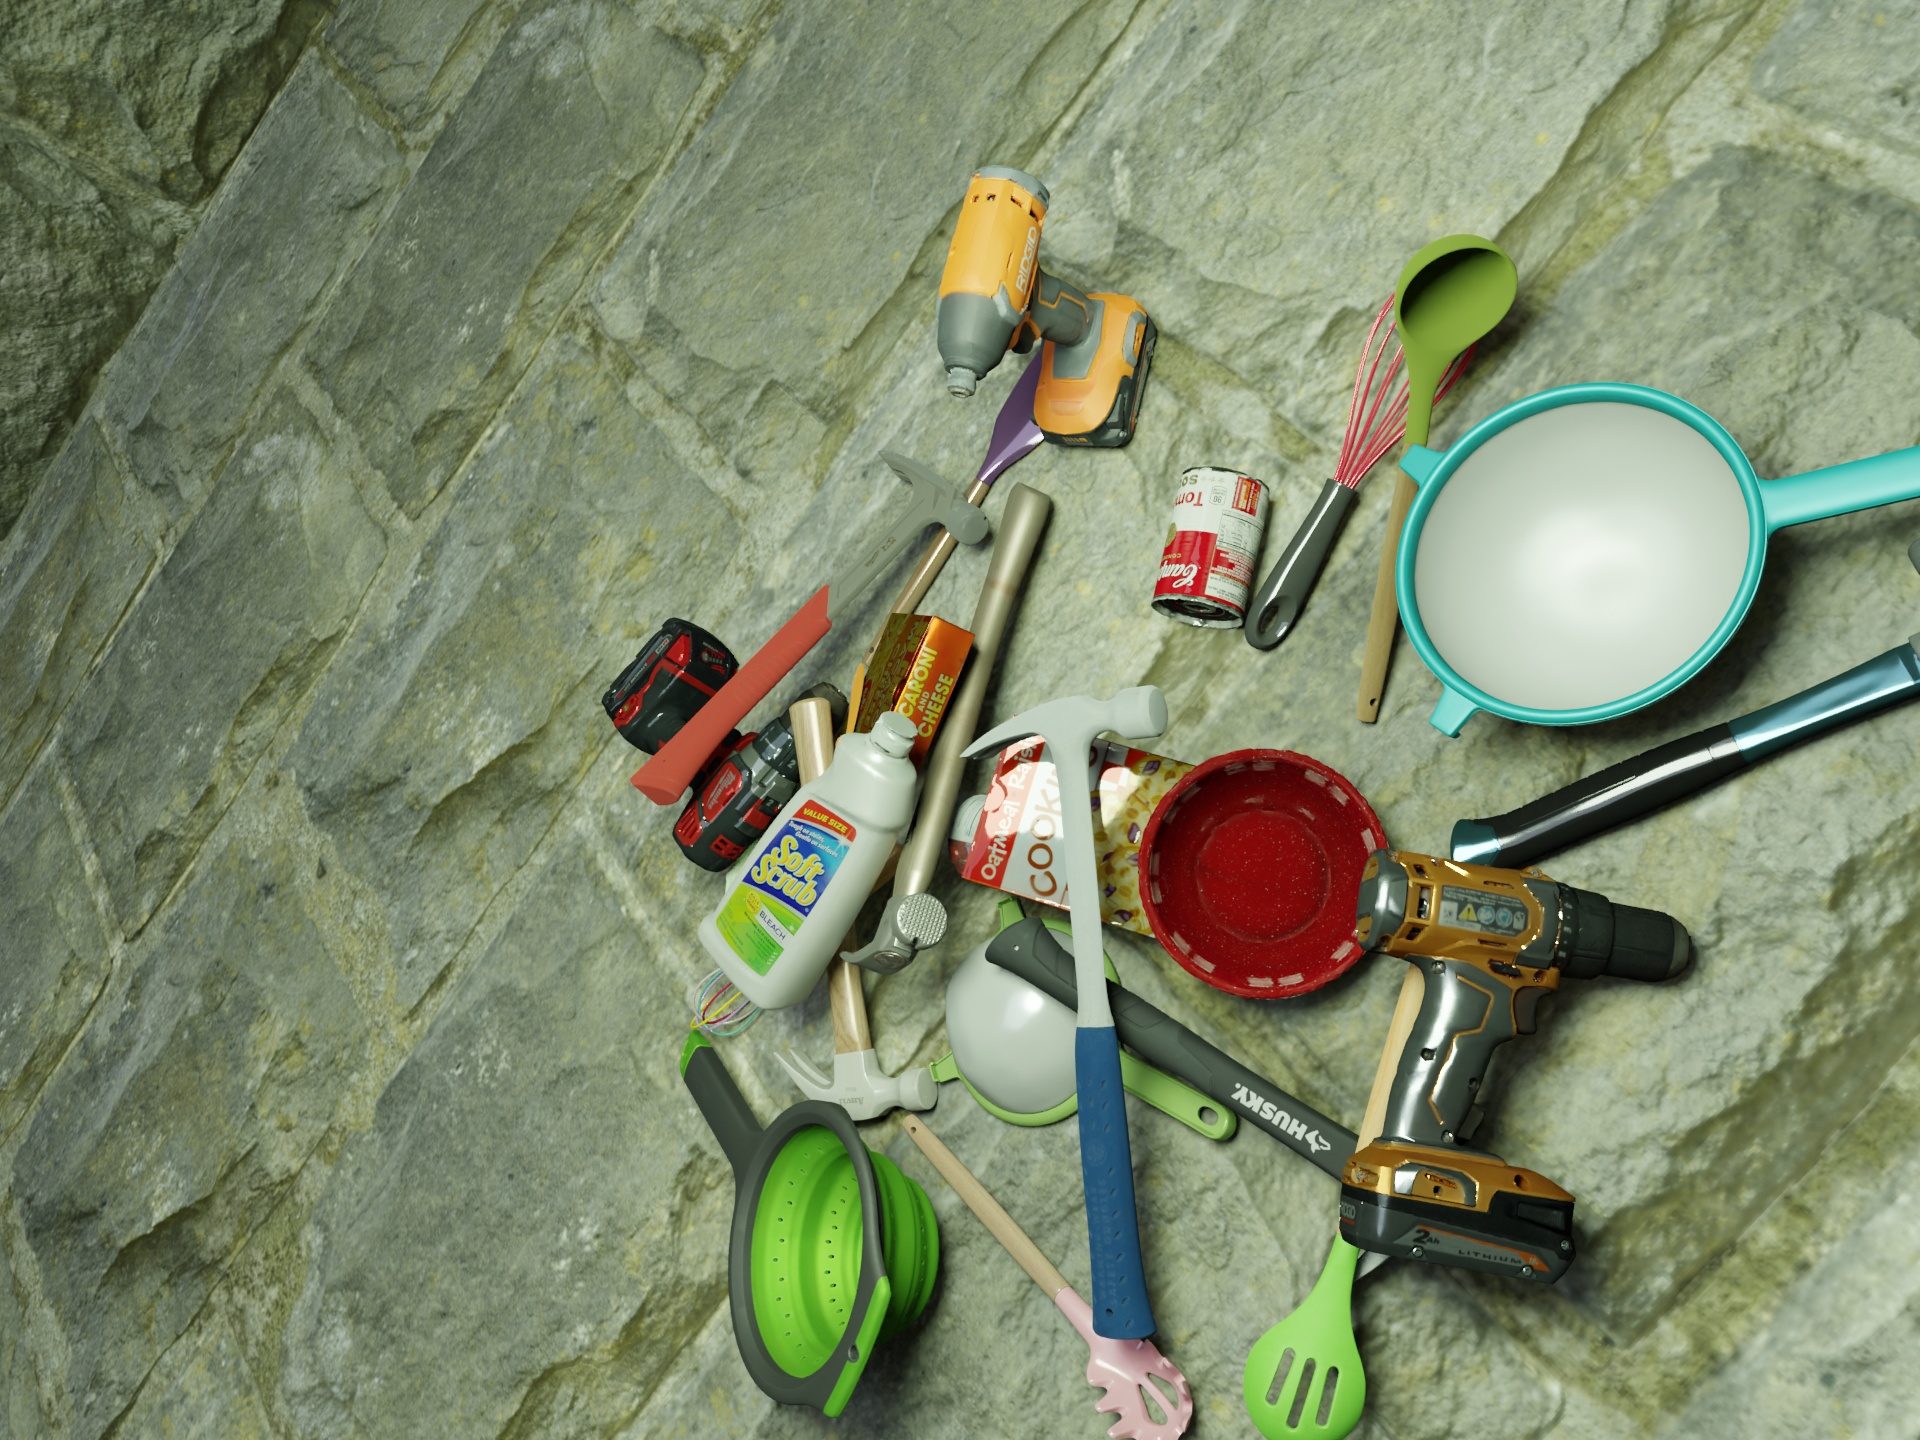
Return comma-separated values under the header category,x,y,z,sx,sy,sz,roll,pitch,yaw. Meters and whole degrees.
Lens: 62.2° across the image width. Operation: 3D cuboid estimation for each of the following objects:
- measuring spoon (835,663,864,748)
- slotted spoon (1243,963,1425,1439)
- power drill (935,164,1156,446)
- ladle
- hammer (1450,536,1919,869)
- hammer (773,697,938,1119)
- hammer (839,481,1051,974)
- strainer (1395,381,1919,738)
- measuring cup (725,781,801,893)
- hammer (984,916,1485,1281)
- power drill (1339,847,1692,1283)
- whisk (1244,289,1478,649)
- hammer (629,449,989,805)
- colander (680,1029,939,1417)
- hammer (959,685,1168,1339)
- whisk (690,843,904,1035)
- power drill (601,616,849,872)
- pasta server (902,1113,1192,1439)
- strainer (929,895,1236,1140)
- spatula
category,x,y,z,sx,sy,sz,roll,pitch,yaw
measuring spoon,-0.090,-0.011,1.290,0.117,0.011,0.021,-85,22,-52
slotted spoon,0.236,0.281,0.944,0.070,0.031,0.314,16,84,17
power drill,0.059,-0.287,1.199,0.084,0.226,0.164,8,79,33
ladle,0.300,-0.154,1.043,0.062,0.078,0.320,-146,63,-74
hammer,0.439,0.018,0.928,0.331,0.033,0.128,-29,58,27
hammer,-0.101,0.146,1.255,0.130,0.031,0.331,-15,77,30
hammer,-0.002,-0.004,1.220,0.146,0.038,0.411,-42,28,61
strainer,0.435,-0.103,0.936,0.340,0.095,0.211,-13,69,32
measuring cup,-0.145,0.097,1.354,0.083,0.038,0.168,-4,59,44
hammer,0.153,0.228,1.031,0.335,0.035,0.146,29,93,28
power drill,0.312,0.195,0.902,0.185,0.084,0.226,9,78,3
whisk,0.276,-0.182,1.111,0.073,0.073,0.296,35,102,40
hammer,-0.140,-0.073,1.322,0.359,0.036,0.149,-46,45,-5
colander,-0.117,0.352,1.211,0.397,0.094,0.204,39,110,56
hammer,0.082,0.187,1.030,0.144,0.035,0.405,-8,83,33
whisk,-0.134,0.183,1.308,0.245,0.047,0.051,-40,72,15
power drill,-0.203,0.001,1.385,0.188,0.080,0.227,-48,47,6
pasta server,0.050,0.376,1.099,0.060,0.040,0.316,-53,49,2
strainer,0.075,0.227,1.111,0.257,0.069,0.151,22,88,42
spatula,0.007,-0.178,1.341,0.060,0.018,0.316,37,98,33
